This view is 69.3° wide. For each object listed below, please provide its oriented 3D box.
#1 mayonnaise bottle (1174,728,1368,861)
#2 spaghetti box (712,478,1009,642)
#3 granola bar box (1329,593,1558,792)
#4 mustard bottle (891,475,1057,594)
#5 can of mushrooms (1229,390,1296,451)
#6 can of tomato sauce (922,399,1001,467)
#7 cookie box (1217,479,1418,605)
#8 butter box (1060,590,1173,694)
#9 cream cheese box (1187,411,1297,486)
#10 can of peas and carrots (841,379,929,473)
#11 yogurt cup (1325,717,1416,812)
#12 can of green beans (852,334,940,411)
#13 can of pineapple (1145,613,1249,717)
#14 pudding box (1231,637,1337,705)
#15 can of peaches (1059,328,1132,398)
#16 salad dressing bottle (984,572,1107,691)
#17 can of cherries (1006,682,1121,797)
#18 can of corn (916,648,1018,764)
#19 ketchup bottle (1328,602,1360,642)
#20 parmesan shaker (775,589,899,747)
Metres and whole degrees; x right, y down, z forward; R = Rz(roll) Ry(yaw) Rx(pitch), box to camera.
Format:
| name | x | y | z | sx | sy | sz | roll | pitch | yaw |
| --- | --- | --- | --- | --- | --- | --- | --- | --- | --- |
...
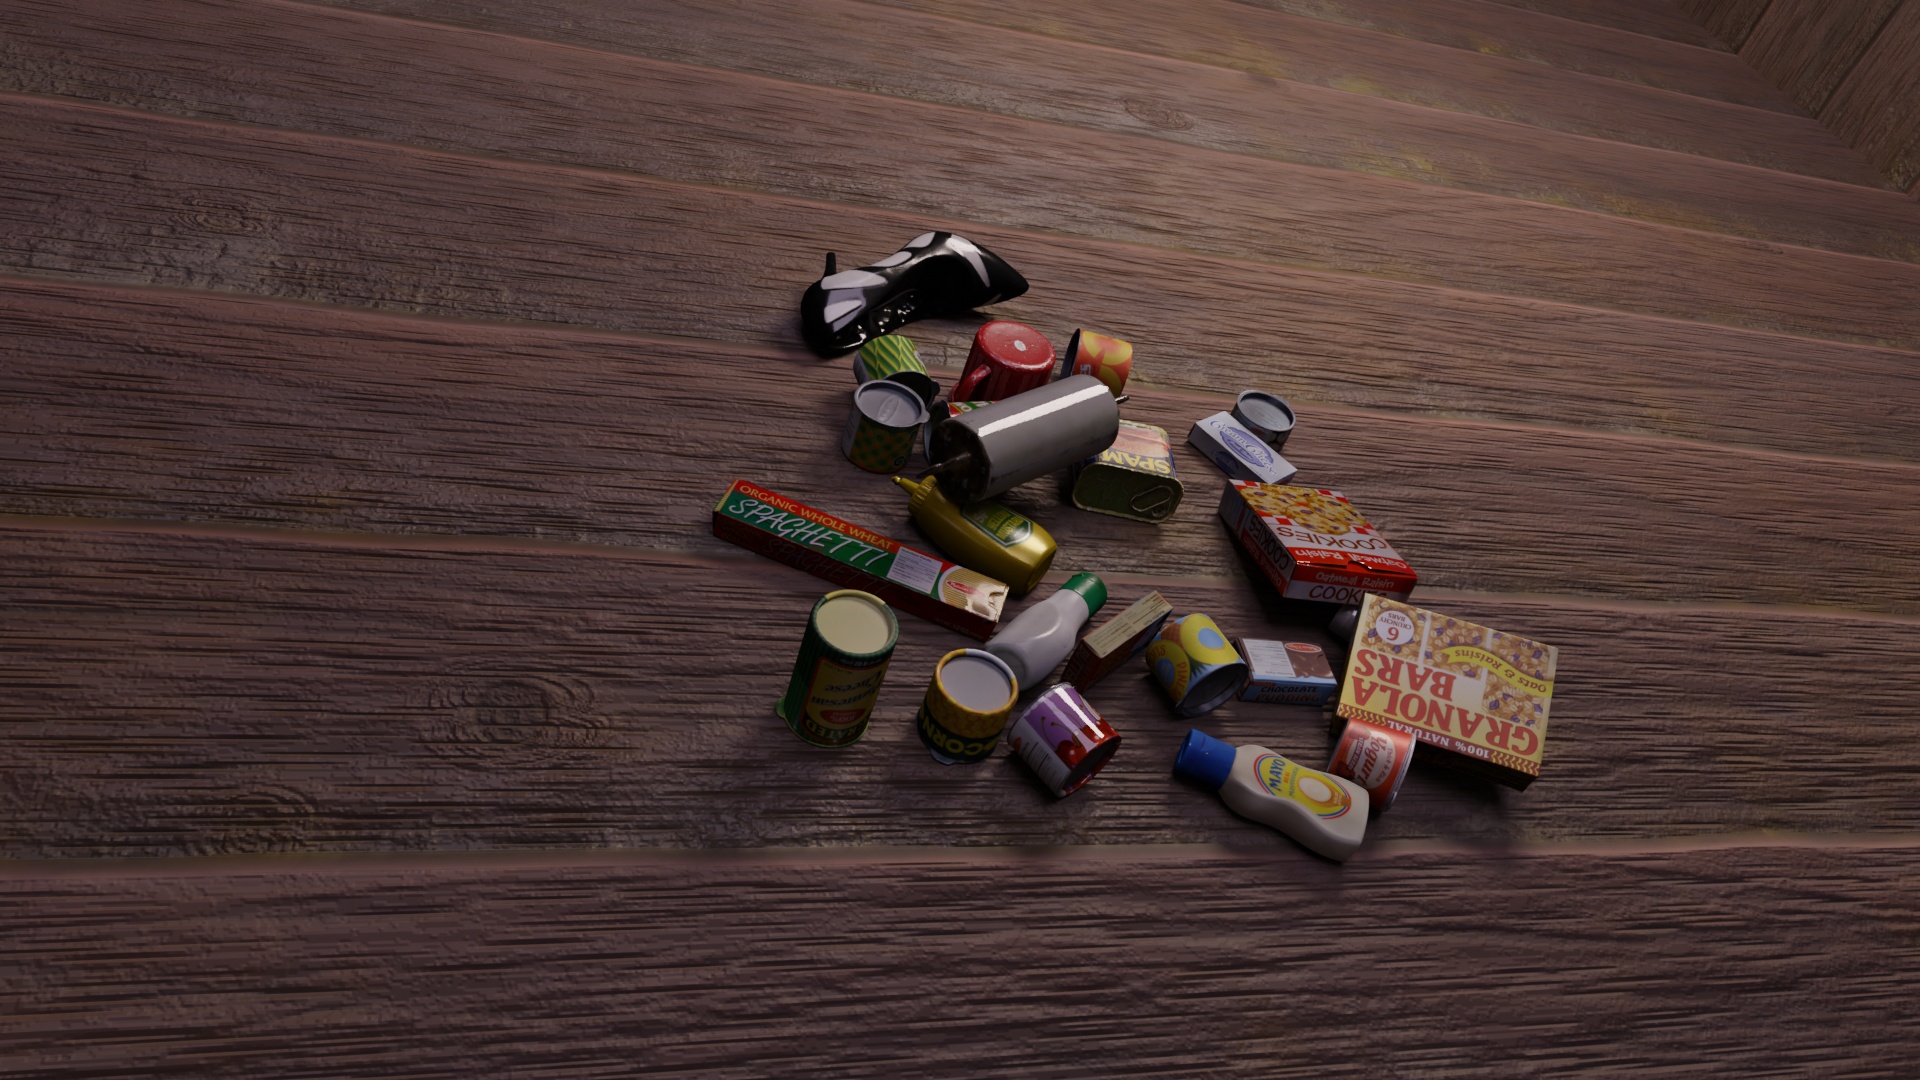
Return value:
| name | x | y | z | sx | sy | sz | roll | pitch | yaw |
| --- | --- | --- | --- | --- | --- | --- | --- | --- | --- |
| mayonnaise bottle | 0.242 | 0.193 | 1.083 | 0.148 | 0.041 | 0.065 | 24 | 43 | 3 |
| spaghetti box | -0.084 | 0.015 | 1.155 | 0.250 | 0.028 | 0.050 | 21 | 41 | 1 |
| granola bar box | 0.408 | 0.127 | 1.176 | 0.166 | 0.039 | 0.125 | 17 | 61 | 10 |
| mustard bottle | 0.004 | -0.015 | 1.207 | 0.160 | 0.048 | 0.066 | 32 | 41 | 13 |
| can of mushrooms | 0.318 | -0.126 | 1.464 | 0.071 | 0.033 | 0.071 | 11 | 42 | -10 |
| can of tomato sauce | 0.016 | -0.098 | 1.286 | 0.083 | 0.070 | 0.071 | -5 | 47 | -27 |
| cookie box | 0.329 | 0.001 | 1.294 | 0.123 | 0.040 | 0.168 | 6 | 27 | -16 |
| butter box | 0.129 | 0.084 | 1.148 | 0.024 | 0.052 | 0.104 | 43 | 47 | 20 |
| cream cheese box | 0.287 | -0.088 | 1.417 | 0.053 | 0.024 | 0.104 | -24 | 57 | -40 |
| can of peas and carrots | -0.069 | -0.103 | 1.266 | 0.071 | 0.058 | 0.071 | 12 | 42 | -11 |
| yogurt cup | 0.329 | 0.177 | 1.120 | 0.054 | 0.072 | 0.073 | 22 | 40 | 14 |
| can of green beans | -0.063 | -0.152 | 1.316 | 0.071 | 0.071 | 0.058 | -2 | 45 | -23 |
| can of pineapple | 0.192 | 0.103 | 1.143 | 0.071 | 0.070 | 0.058 | -10 | 49 | -30 |
| pudding box | 0.275 | 0.113 | 1.192 | 0.084 | 0.030 | 0.050 | 5 | 42 | -17 |
| can of peaches | 0.138 | -0.176 | 1.423 | 0.058 | 0.070 | 0.071 | 14 | 41 | -8 |
| salad dressing bottle | 0.074 | 0.071 | 1.140 | 0.064 | 0.044 | 0.148 | -10 | 17 | 37 |
| can of cherries | 0.080 | 0.149 | 1.046 | 0.072 | 0.071 | 0.058 | -23 | 57 | -38 |
| can of corn | 0.004 | 0.126 | 1.049 | 0.071 | 0.058 | 0.071 | 11 | 42 | -10 |
| ketchup bottle | 0.400 | 0.107 | 1.237 | 0.149 | 0.043 | 0.065 | 38 | 51 | 20 |
| parmesan shaker | -0.090 | 0.094 | 1.012 | 0.071 | 0.102 | 0.072 | 11 | 42 | -10 |
